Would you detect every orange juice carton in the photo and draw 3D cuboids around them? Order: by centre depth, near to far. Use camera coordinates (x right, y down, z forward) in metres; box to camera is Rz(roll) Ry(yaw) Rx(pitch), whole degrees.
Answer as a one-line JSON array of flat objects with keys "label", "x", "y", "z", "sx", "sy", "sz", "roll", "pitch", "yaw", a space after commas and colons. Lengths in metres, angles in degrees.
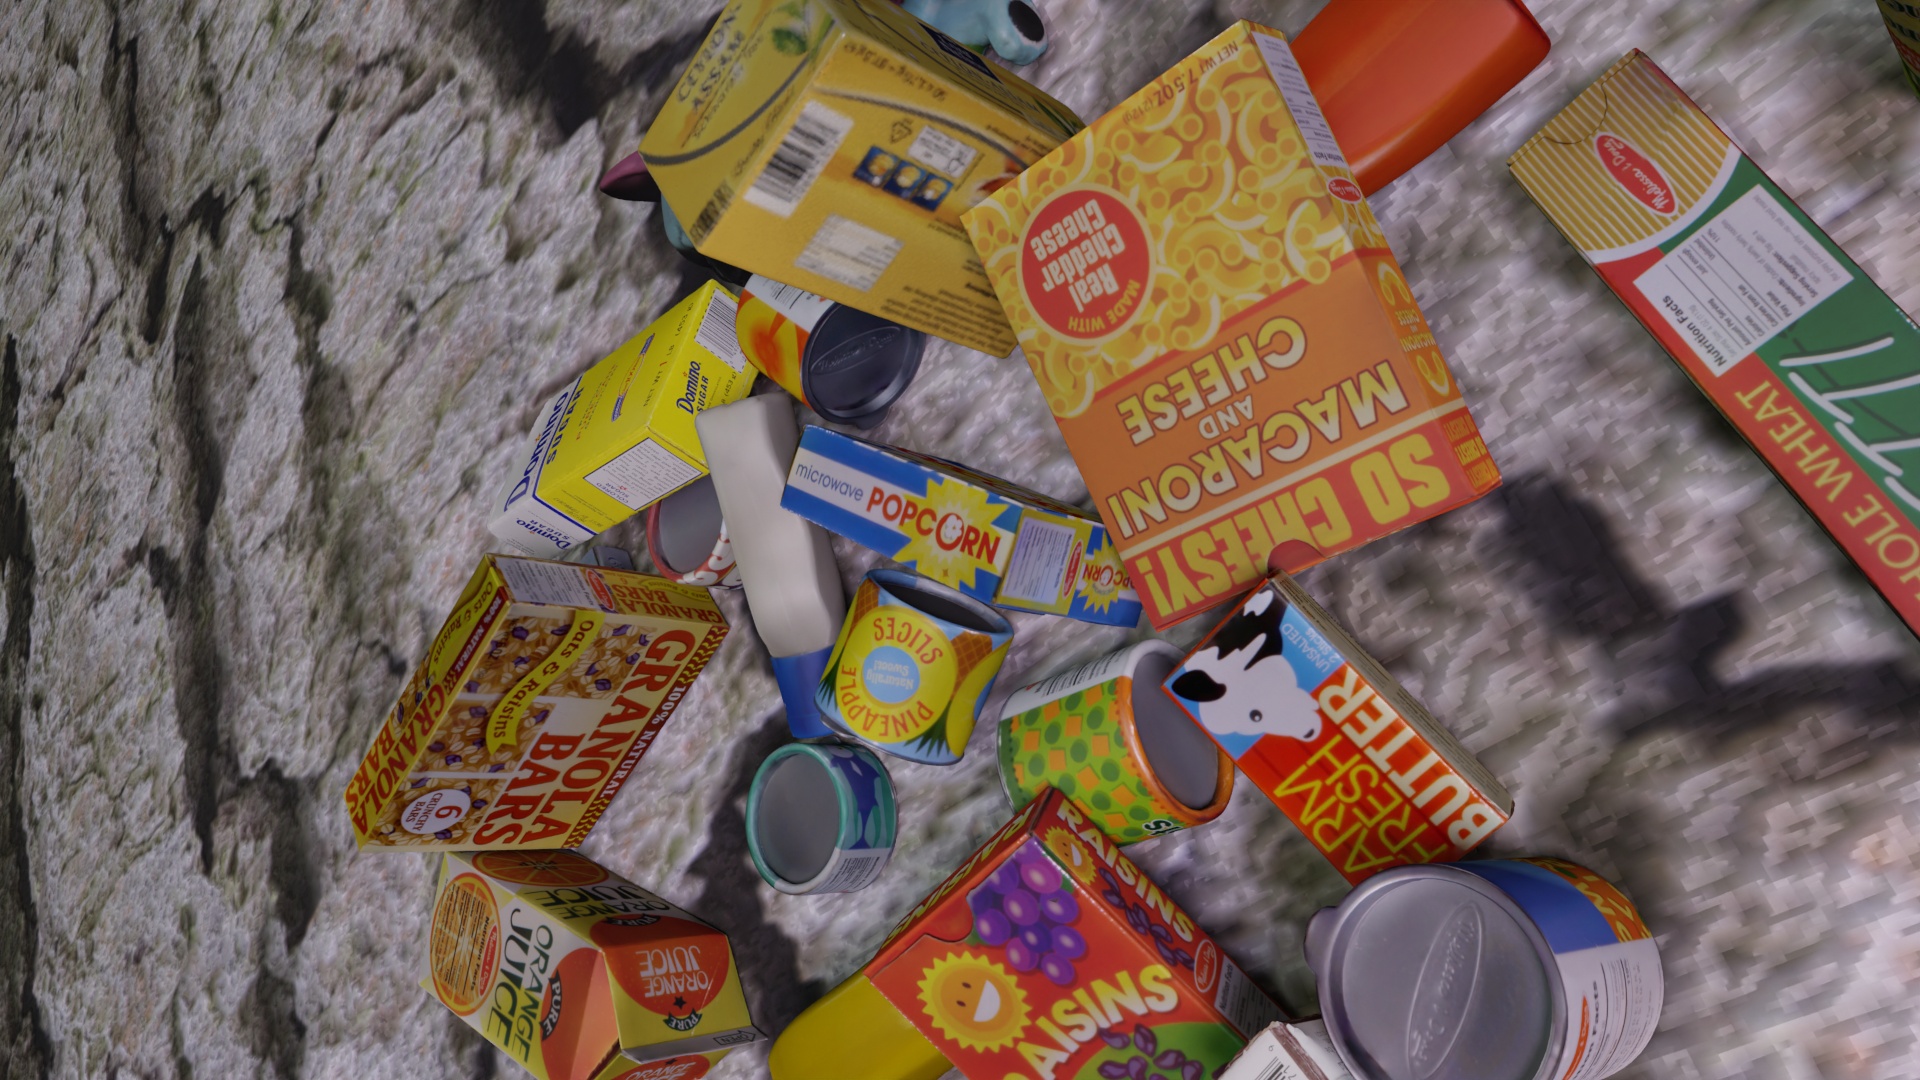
[{"label": "orange juice carton", "x": -0.180, "y": 0.210, "z": 0.671, "sx": 0.192, "sy": 0.072, "sz": 0.073, "roll": 11, "pitch": 89, "yaw": 43}]

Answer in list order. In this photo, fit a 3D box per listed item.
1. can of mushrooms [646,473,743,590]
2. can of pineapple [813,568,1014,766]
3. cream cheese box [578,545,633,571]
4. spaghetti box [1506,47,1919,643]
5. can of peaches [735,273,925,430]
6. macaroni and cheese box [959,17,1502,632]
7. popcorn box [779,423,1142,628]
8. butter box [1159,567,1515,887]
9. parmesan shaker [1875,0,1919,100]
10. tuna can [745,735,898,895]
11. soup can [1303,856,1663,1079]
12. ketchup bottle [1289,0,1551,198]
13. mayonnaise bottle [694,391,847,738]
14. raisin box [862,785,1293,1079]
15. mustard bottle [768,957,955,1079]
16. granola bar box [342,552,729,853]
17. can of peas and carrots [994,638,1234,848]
[{"label": "can of mushrooms", "x": -0.125, "y": -0.008, "z": 0.691, "sx": 0.071, "sy": 0.033, "sz": 0.071, "roll": -8, "pitch": 77, "yaw": 40}, {"label": "can of pineapple", "x": -0.019, "y": 0.050, "z": 0.560, "sx": 0.071, "sy": 0.071, "sz": 0.057, "roll": 31, "pitch": 103, "yaw": 41}, {"label": "cream cheese box", "x": -0.213, "y": 0.054, "z": 0.763, "sx": 0.103, "sy": 0.024, "sz": 0.053, "roll": -42, "pitch": 57, "yaw": 28}, {"label": "spaghetti box", "x": 0.239, "y": -0.032, "z": 0.371, "sx": 0.050, "sy": 0.029, "sz": 0.251, "roll": -43, "pitch": 56, "yaw": 28}, {"label": "can of peaches", "x": -0.059, "y": -0.092, "z": 0.627, "sx": 0.058, "sy": 0.071, "sz": 0.071, "roll": 37, "pitch": 106, "yaw": 40}, {"label": "macaroni and cheese box", "x": 0.086, "y": -0.067, "z": 0.472, "sx": 0.123, "sy": 0.040, "sz": 0.166, "roll": -28, "pitch": 84, "yaw": 35}, {"label": "popcorn box", "x": 0.002, "y": -0.007, "z": 0.541, "sx": 0.127, "sy": 0.085, "sz": 0.038, "roll": 23, "pitch": 97, "yaw": 42}, {"label": "butter box", "x": 0.118, "y": 0.064, "z": 0.440, "sx": 0.103, "sy": 0.024, "sz": 0.053, "roll": 47, "pitch": 114, "yaw": 12}, {"label": "parmesan shaker", "x": 0.253, "y": -0.148, "z": 0.331, "sx": 0.071, "sy": 0.103, "sz": 0.071, "roll": -9, "pitch": 76, "yaw": 41}, {"label": "tuna can", "x": -0.062, "y": 0.119, "z": 0.610, "sx": 0.071, "sy": 0.033, "sz": 0.071, "roll": -9, "pitch": 77, "yaw": 40}, {"label": "soup can", "x": 0.147, "y": 0.121, "z": 0.387, "sx": 0.071, "sy": 0.084, "sz": 0.071, "roll": -10, "pitch": 75, "yaw": 40}, {"label": "ketchup bottle", "x": 0.125, "y": -0.142, "z": 0.485, "sx": 0.148, "sy": 0.043, "sz": 0.065, "roll": -40, "pitch": 59, "yaw": 29}, {"label": "mayonnaise bottle", "x": -0.076, "y": 0.011, "z": 0.605, "sx": 0.041, "sy": 0.065, "sz": 0.148, "roll": -14, "pitch": 96, "yaw": 5}, {"label": "raisin box", "x": 0.042, "y": 0.156, "z": 0.461, "sx": 0.123, "sy": 0.040, "sz": 0.086, "roll": 44, "pitch": 113, "yaw": 1}, {"label": "mustard bottle", "x": -0.003, "y": 0.169, "z": 0.530, "sx": 0.160, "sy": 0.065, "sz": 0.049, "roll": -42, "pitch": 63, "yaw": 20}, {"label": "granola bar box", "x": -0.209, "y": 0.084, "z": 0.686, "sx": 0.165, "sy": 0.124, "sz": 0.039, "roll": -53, "pitch": 52, "yaw": 21}, {"label": "can of peas and carrots", "x": 0.056, "y": 0.076, "z": 0.490, "sx": 0.058, "sy": 0.071, "sz": 0.071, "roll": -27, "pitch": 65, "yaw": 35}]
